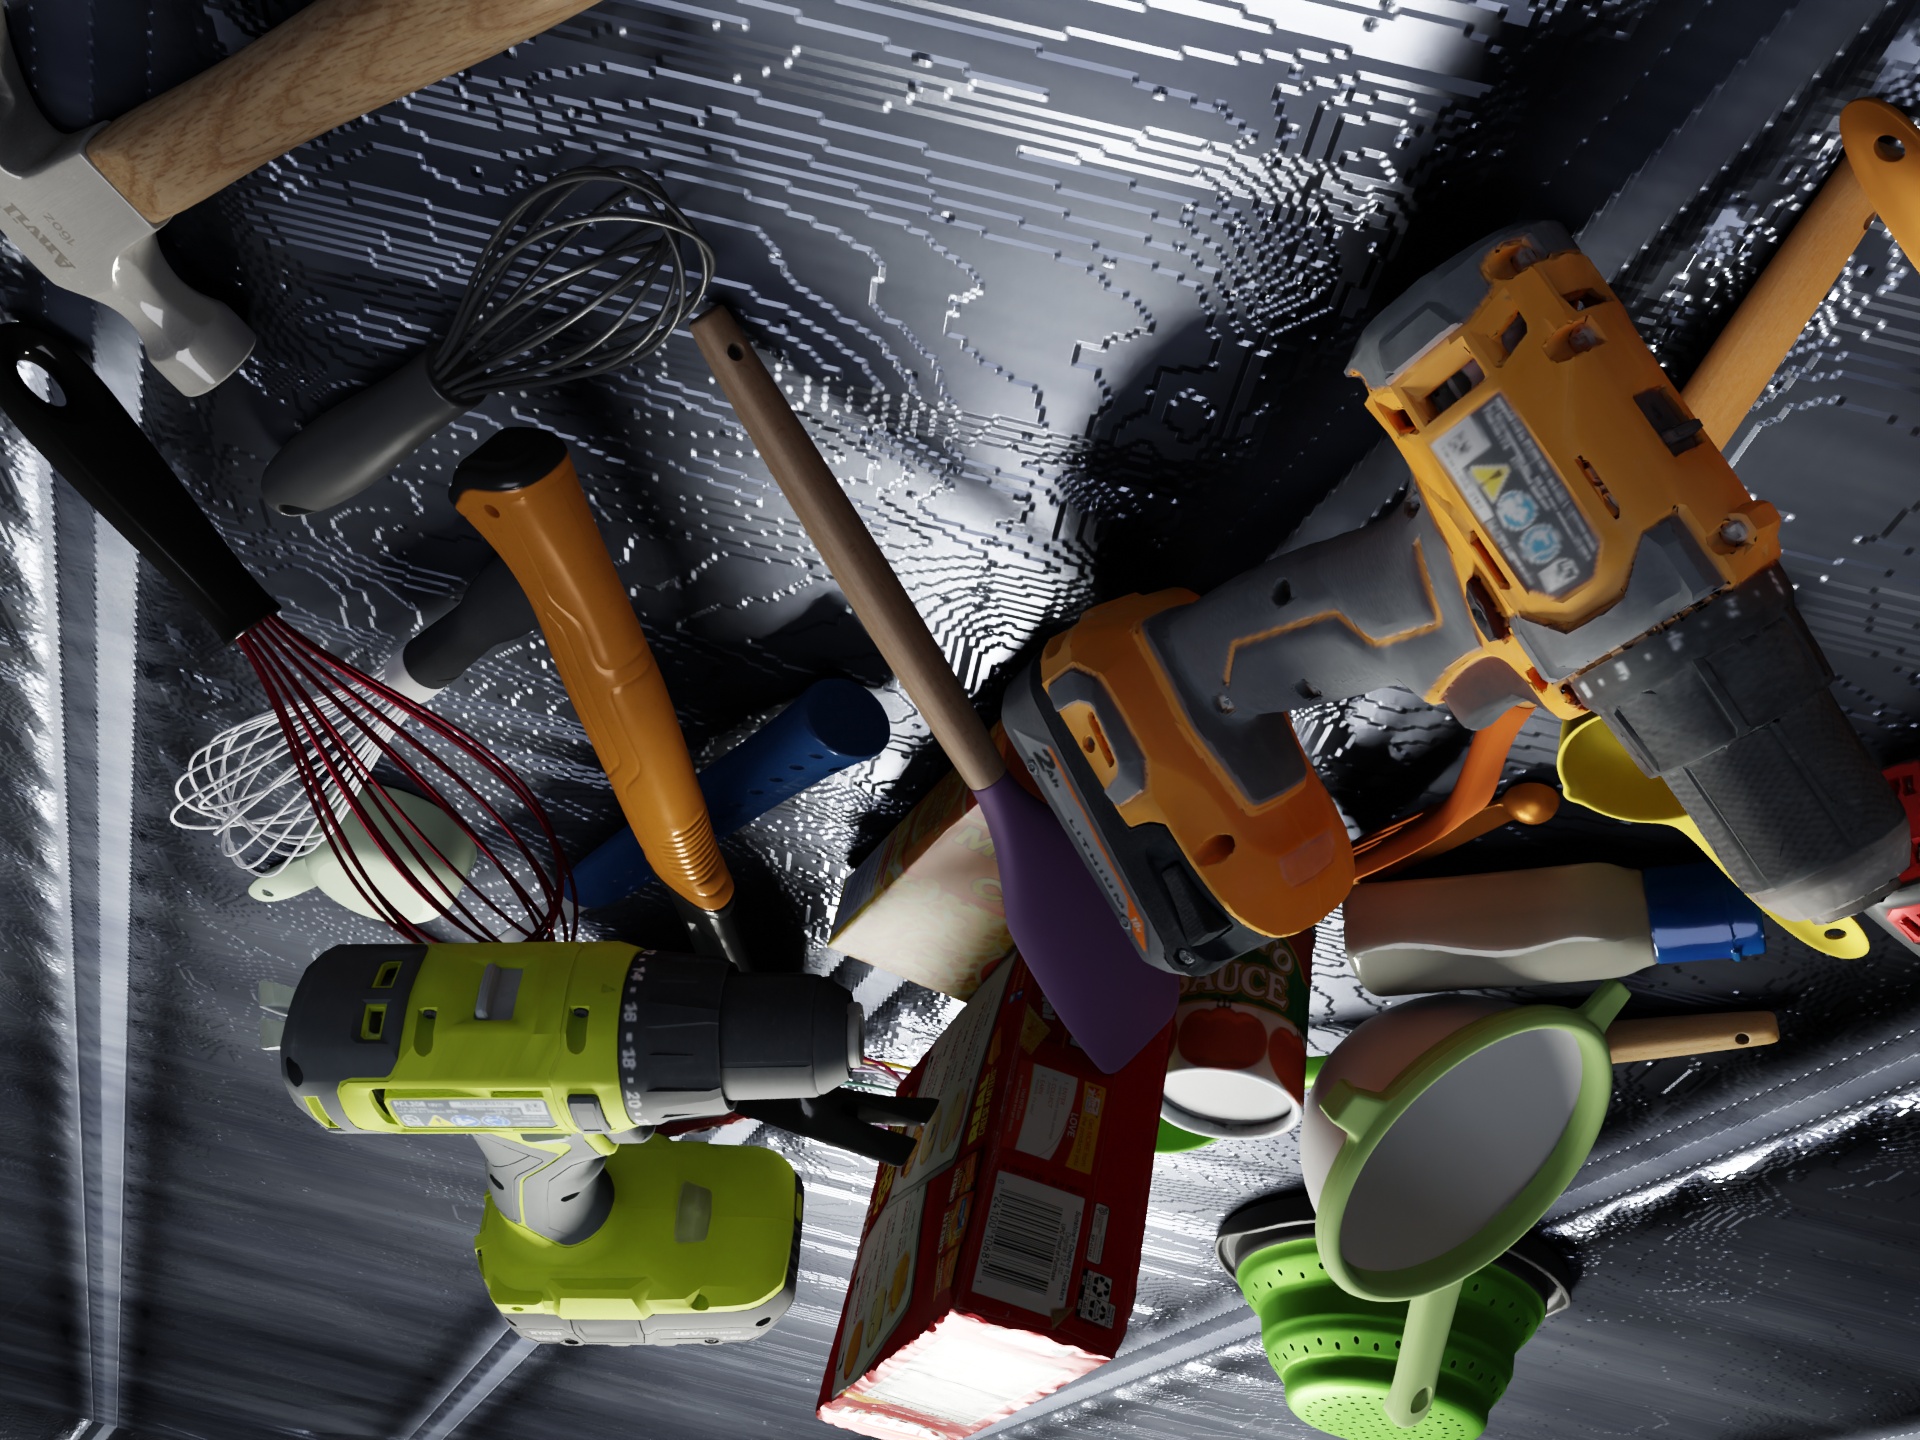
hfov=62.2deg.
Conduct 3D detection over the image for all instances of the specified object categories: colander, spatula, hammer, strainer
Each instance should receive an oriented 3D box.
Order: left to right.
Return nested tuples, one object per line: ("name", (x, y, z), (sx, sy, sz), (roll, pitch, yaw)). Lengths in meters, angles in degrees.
("hammer", (-0.147, -0.182, 0.412), (0.331, 0.031, 0.129), (-12, 136, 29))
("hammer", (-0.180, 0.082, 0.724), (0.144, 0.035, 0.405), (9, 149, -43))
("hammer", (-0.100, 0.043, 0.584), (0.127, 0.034, 0.336), (12, 136, 28))
("spatula", (-0.001, -0.002, 0.546), (0.018, 0.060, 0.315), (13, 140, 58))
("strainer", (0.198, 0.211, 0.704), (0.151, 0.069, 0.256), (-16, 126, -22))
("colander", (0.252, 0.309, 0.856), (0.204, 0.095, 0.396), (11, 143, 3))
("spatula", (0.176, -0.031, 0.491), (0.041, 0.081, 0.322), (46, 141, 25))

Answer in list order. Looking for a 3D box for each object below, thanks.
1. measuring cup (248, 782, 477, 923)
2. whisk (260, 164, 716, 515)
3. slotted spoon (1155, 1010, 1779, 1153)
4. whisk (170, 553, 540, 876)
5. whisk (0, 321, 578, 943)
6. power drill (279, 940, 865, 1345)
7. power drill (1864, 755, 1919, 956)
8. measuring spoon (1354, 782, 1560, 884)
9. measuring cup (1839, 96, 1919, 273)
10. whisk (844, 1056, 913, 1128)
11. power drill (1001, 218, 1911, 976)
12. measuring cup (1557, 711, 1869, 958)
("measuring cup", (-0.310, 0.080, 0.787), (0.167, 0.038, 0.083), (-20, 131, 33))
("whisk", (-0.162, -0.108, 0.500), (0.239, 0.055, 0.055), (-18, 133, 40))
("slotted spoon", (0.206, 0.160, 0.736), (0.314, 0.031, 0.070), (-13, 111, 27))
("whisk", (-0.236, -0.007, 0.647), (0.284, 0.070, 0.070), (-29, 126, 35))
("whisk", (-0.242, -0.019, 0.576), (0.073, 0.073, 0.295), (-26, 108, 40))
("power drill", (-0.125, 0.160, 0.607), (0.190, 0.080, 0.228), (-1, 140, 3))
("power drill", (0.407, 0.037, 0.484), (0.143, 0.079, 0.219), (32, 142, -21))
("measuring spoon", (0.181, 0.051, 0.620), (0.021, 0.011, 0.117), (34, 139, -24))
("measuring cup", (0.272, -0.093, 0.375), (0.173, 0.052, 0.095), (45, 168, -12))
("whisk", (-0.126, 0.198, 0.874), (0.245, 0.047, 0.051), (5, 165, 18))
("power drill", (0.129, 0.000, 0.455), (0.226, 0.084, 0.185), (-41, 77, 47))
("measuring cup", (0.267, 0.033, 0.550), (0.156, 0.029, 0.062), (37, 139, -22))
